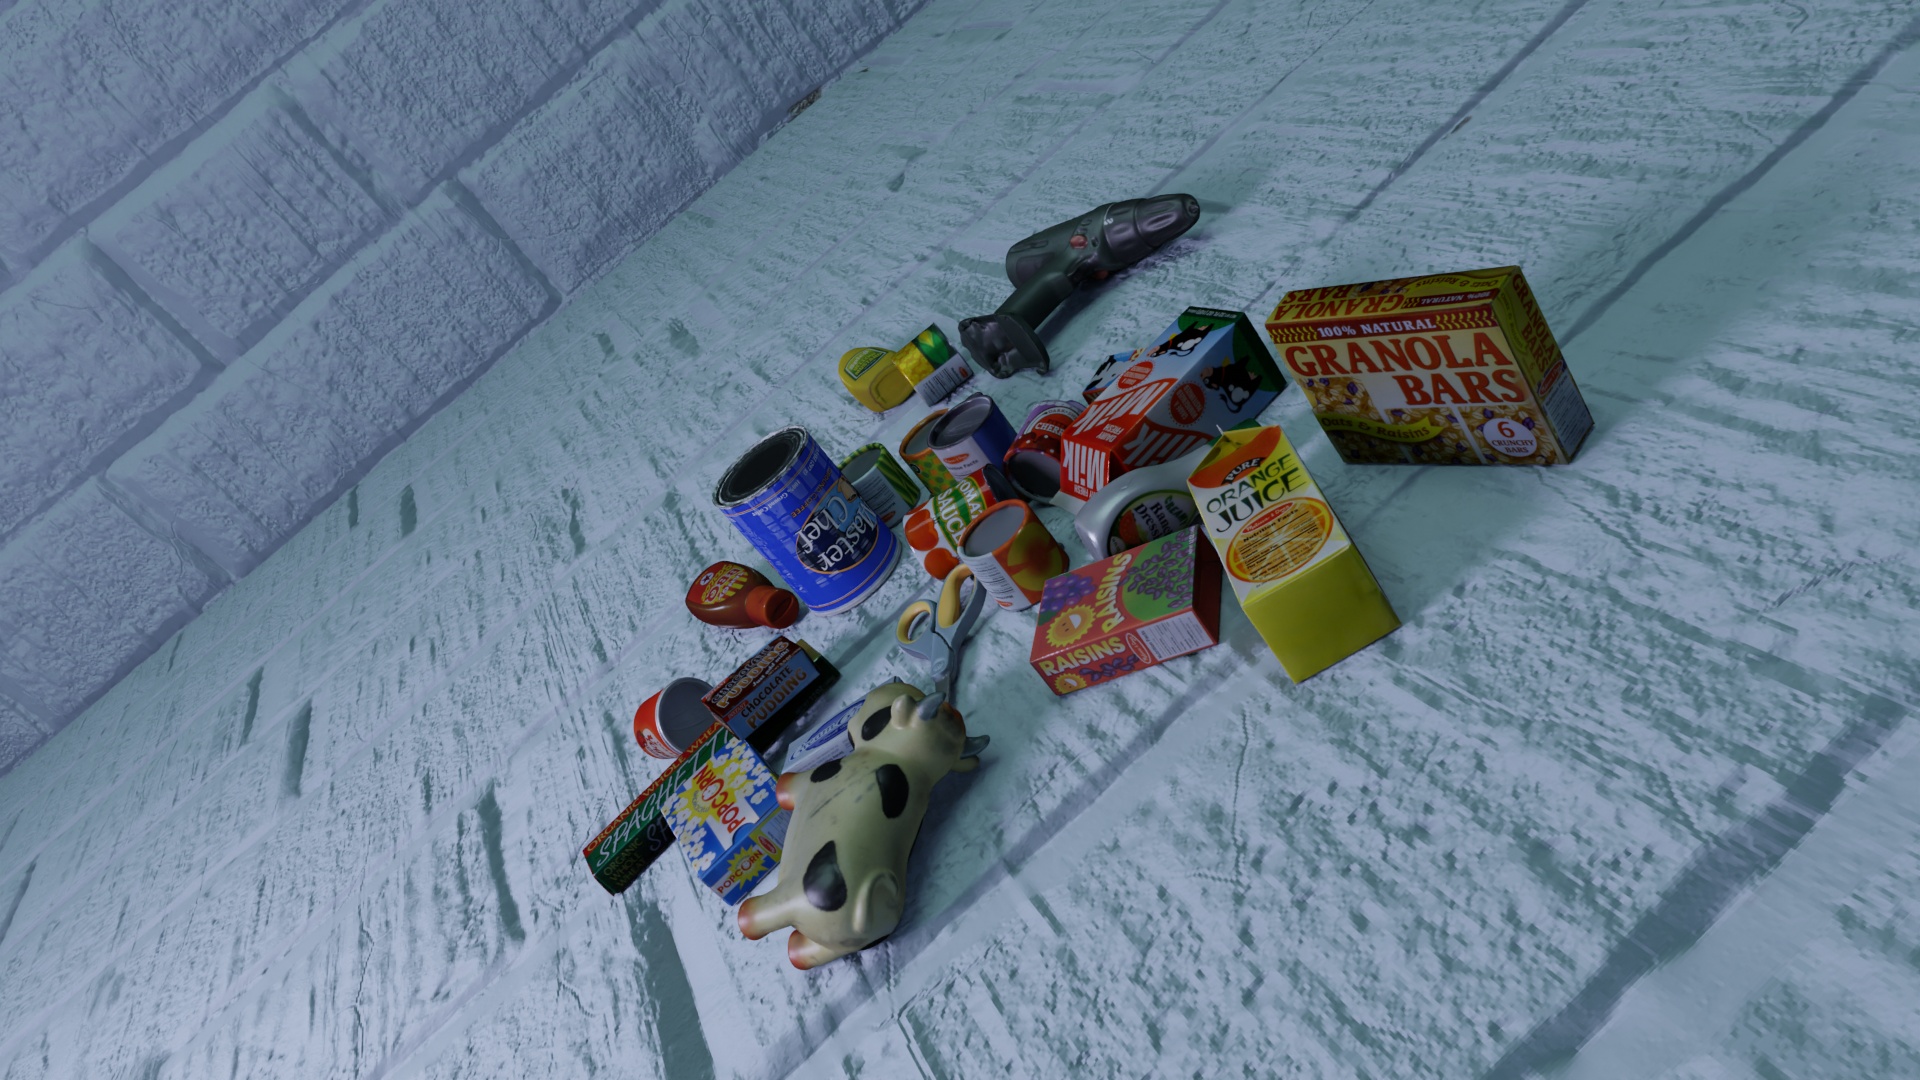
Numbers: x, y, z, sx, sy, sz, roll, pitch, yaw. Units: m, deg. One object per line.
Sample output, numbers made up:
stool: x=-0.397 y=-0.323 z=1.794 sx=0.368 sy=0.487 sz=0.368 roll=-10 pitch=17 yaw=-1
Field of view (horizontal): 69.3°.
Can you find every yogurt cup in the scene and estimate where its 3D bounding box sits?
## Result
yogurt cup: x=-0.240 y=0.154 z=1.174 sx=0.053 sy=0.072 sz=0.073 roll=-23 pitch=31 yaw=44

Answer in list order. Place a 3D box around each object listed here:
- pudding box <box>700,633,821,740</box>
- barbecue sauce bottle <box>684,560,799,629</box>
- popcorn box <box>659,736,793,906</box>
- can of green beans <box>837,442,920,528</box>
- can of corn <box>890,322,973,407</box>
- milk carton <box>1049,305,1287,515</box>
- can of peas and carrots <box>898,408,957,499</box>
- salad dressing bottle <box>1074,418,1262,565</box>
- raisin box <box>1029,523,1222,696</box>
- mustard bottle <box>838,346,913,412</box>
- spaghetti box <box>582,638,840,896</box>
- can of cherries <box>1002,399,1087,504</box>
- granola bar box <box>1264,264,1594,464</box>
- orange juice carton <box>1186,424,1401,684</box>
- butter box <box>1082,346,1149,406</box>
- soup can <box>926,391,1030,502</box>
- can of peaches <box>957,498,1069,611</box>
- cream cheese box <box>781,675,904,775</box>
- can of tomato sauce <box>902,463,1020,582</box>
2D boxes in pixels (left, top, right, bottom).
pudding box: x=-0.157 y=0.115 z=1.094 sx=0.084 sy=0.030 sz=0.050 roll=-40 pitch=27 yaw=-17
barbecue sauce bottle: x=-0.200 y=0.055 z=1.294 sx=0.065 sy=0.043 sz=0.148 roll=-50 pitch=30 yaw=-20
popcorn box: x=-0.168 y=0.205 z=1.036 sx=0.085 sy=0.038 sz=0.127 roll=-43 pitch=27 yaw=-10
can of green beans: x=-0.081 y=-0.049 z=1.290 sx=0.071 sy=0.057 sz=0.071 roll=-29 pitch=29 yaw=18
can of corn: x=-0.031 y=-0.180 z=1.415 sx=0.058 sy=0.071 sz=0.071 roll=-39 pitch=27 yaw=2
milk carton: x=0.149 y=-0.087 z=1.053 sx=0.191 sy=0.073 sz=0.072 roll=-45 pitch=28 yaw=-10
can of peas and carrots: x=-0.015 y=-0.076 z=1.250 sx=0.071 sy=0.058 sz=0.071 roll=-29 pitch=28 yaw=18
salad dressing bottle: x=0.154 y=-0.035 z=0.988 sx=0.148 sy=0.064 sz=0.044 roll=-32 pitch=35 yaw=-3
raisin box: x=0.112 y=0.047 z=0.934 sx=0.123 sy=0.040 sz=0.086 roll=-22 pitch=33 yaw=27
mustard bottle: x=-0.102 y=-0.183 z=1.527 sx=0.065 sy=0.048 sz=0.160 roll=-42 pitch=28 yaw=-9
spaghetti box: x=-0.201 y=0.181 z=1.123 sx=0.250 sy=0.028 sz=0.050 roll=-44 pitch=27 yaw=-11
can of cherries: x=0.075 y=-0.073 z=1.125 sx=0.071 sy=0.071 sz=0.059 roll=-9 pitch=40 yaw=44
granola bar box: x=0.285 y=-0.103 z=0.859 sx=0.165 sy=0.124 sz=0.039 roll=5 pitch=49 yaw=53
orange juice carton: x=0.199 y=-0.006 z=0.873 sx=0.073 sy=0.071 sz=0.193 roll=-32 pitch=28 yaw=13
butter box: x=0.156 y=-0.140 z=1.178 sx=0.103 sy=0.024 sz=0.053 roll=-5 pitch=42 yaw=47
soup can: x=0.023 y=-0.072 z=1.171 sx=0.071 sy=0.083 sz=0.072 roll=-29 pitch=29 yaw=18
can of peaches: x=0.041 y=0.009 z=1.057 sx=0.071 sy=0.058 sz=0.071 roll=-30 pitch=29 yaw=19
cream cheese box: x=-0.084 y=0.144 z=1.028 sx=0.103 sy=0.024 sz=0.053 roll=-34 pitch=13 yaw=9
can of tomato sauce: x=0.004 y=-0.014 z=1.123 sx=0.083 sy=0.071 sz=0.071 roll=-31 pitch=28 yaw=17
